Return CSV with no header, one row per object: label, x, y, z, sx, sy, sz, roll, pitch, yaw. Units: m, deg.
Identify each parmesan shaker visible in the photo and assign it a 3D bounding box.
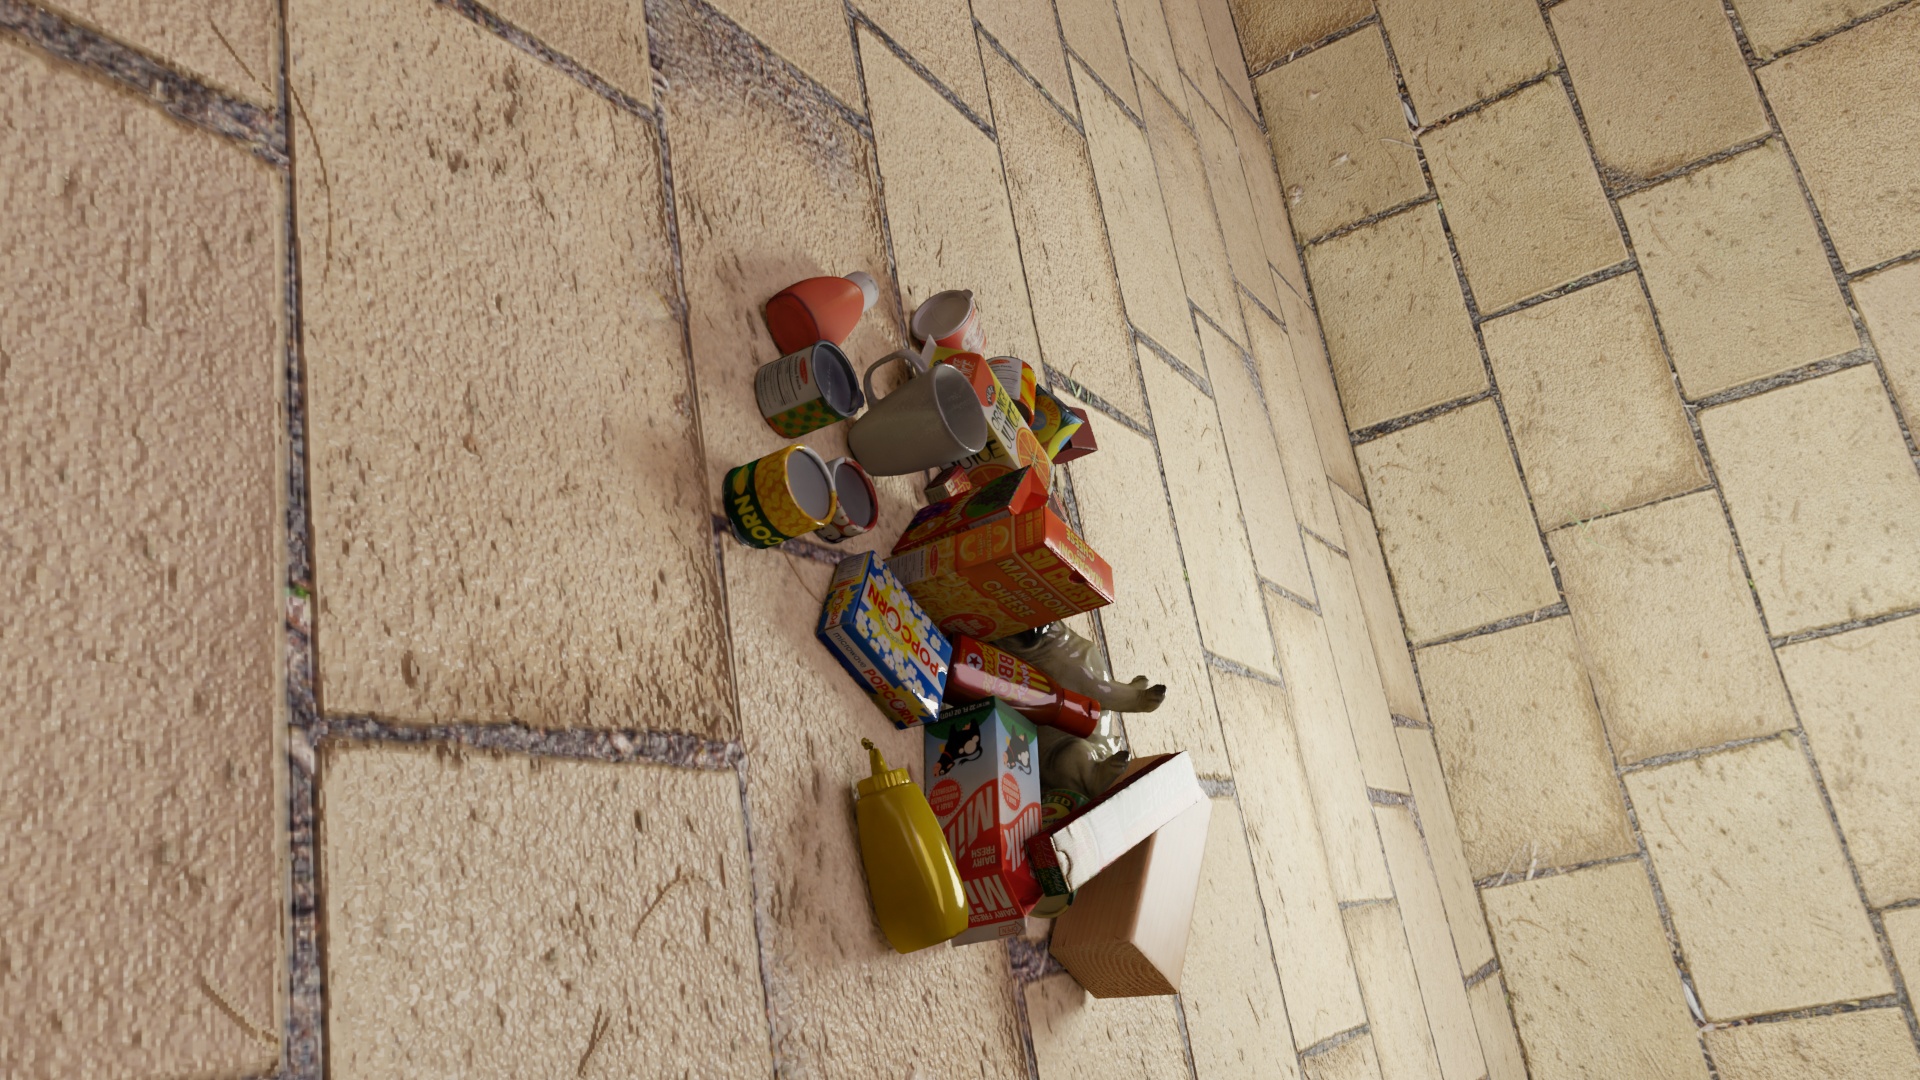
parmesan shaker,0.084,0.276,1.233,0.071,0.071,0.103,63,27,-14

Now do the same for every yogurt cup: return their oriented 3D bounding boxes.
yogurt cup,-0.009,-0.209,1.394,0.053,0.072,0.073,55,29,-44

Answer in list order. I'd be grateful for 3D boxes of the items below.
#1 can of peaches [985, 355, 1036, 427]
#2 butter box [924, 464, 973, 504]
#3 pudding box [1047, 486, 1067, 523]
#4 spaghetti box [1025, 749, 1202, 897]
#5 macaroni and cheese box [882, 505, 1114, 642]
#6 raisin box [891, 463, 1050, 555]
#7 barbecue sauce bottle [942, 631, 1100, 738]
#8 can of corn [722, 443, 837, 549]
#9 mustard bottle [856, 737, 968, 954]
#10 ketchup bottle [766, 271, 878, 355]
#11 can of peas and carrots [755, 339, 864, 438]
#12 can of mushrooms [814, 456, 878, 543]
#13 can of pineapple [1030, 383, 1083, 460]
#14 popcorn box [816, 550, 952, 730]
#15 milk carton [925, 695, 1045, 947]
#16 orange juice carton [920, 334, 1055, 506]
can of peaches,0.046,-0.148,1.453,0.071,0.071,0.058,47,35,-39
butter box,0.005,-0.017,1.332,0.103,0.024,0.053,64,28,-13
pudding box,0.082,-0.044,1.489,0.083,0.030,0.050,62,27,-17
spaghetti box,0.140,0.240,1.202,0.251,0.028,0.050,-15,86,-54
macaroni and cheese box,0.030,0.037,1.184,0.123,0.166,0.040,39,41,-46
raisin box,0.010,-0.014,1.229,0.040,0.123,0.086,60,28,-19
barbecue sauce bottle,0.050,0.133,1.217,0.148,0.043,0.065,22,50,-14
can of corn,-0.135,-0.032,1.040,0.071,0.058,0.071,42,38,-44
mustard bottle,-0.044,0.223,1.038,0.049,0.065,0.160,2,67,-58
ketchup bottle,-0.114,-0.202,1.210,0.064,0.043,0.149,65,27,-13
can of peas and carrots,-0.122,-0.121,1.124,0.071,0.058,0.071,42,38,-45
can of mushrooms,-0.097,-0.032,1.140,0.071,0.033,0.071,42,37,-43
can of pineapple,0.090,-0.128,1.502,0.071,0.057,0.071,38,10,-8
popcorn box,-0.060,0.081,1.129,0.126,0.038,0.085,53,30,-31
milk carton,0.020,0.233,1.140,0.073,0.072,0.191,40,40,-46
orange juice carton,0.013,-0.110,1.355,0.192,0.073,0.072,54,31,-28
